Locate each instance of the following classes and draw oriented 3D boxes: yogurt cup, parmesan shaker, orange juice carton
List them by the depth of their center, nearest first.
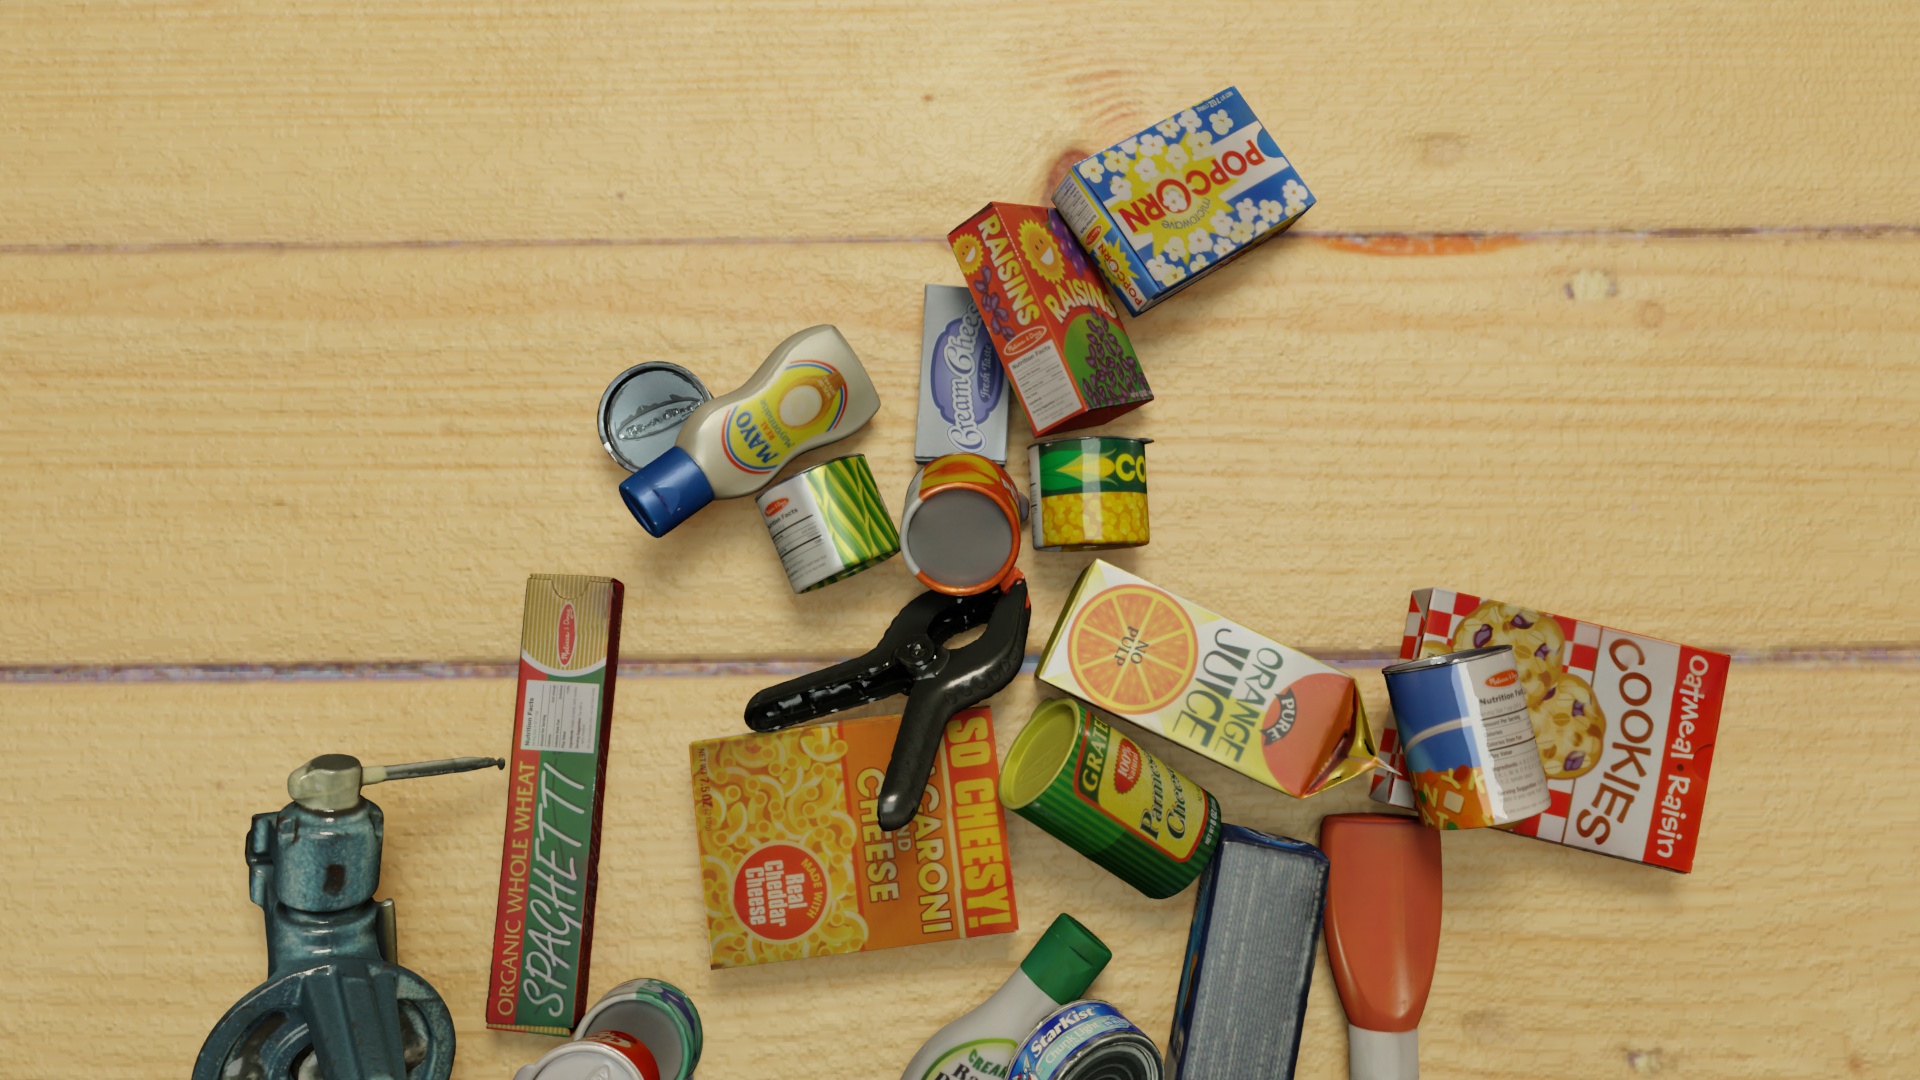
[{"bbox_3d":[-0.187,0.286,0.712,0.072,0.054,0.072,0,84,1],"label":"yogurt cup"},{"bbox_3d":[0.081,0.136,0.742,0.103,0.071,0.071,34,85,-17],"label":"parmesan shaker"},{"bbox_3d":[0.142,0.083,0.757,0.193,0.072,0.073,25,86,3],"label":"orange juice carton"}]

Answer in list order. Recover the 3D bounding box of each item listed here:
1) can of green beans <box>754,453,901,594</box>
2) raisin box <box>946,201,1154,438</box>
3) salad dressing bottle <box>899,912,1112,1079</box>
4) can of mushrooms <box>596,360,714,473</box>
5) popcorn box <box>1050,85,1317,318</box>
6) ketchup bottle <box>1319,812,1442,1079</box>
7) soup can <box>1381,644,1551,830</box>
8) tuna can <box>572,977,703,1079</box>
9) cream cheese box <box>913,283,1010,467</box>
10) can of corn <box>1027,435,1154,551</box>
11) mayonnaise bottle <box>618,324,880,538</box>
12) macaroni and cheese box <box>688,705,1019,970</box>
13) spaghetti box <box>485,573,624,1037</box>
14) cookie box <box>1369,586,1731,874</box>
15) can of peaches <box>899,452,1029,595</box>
[{"bbox_3d":[-0.072,-0.009,0.770,0.071,0.071,0.058,-24,86,-2],"label":"can of green beans"},{"bbox_3d":[0.051,-0.123,0.770,0.040,0.086,0.123,-27,83,35],"label":"raisin box"},{"bbox_3d":[0.023,0.271,0.752,0.064,0.044,0.148,39,85,-2],"label":"salad dressing bottle"},{"bbox_3d":[-0.170,-0.064,0.793,0.071,0.033,0.071,0,84,0],"label":"can of mushrooms"},{"bbox_3d":[0.126,-0.192,0.782,0.127,0.038,0.085,-32,84,-24],"label":"popcorn box"},{"bbox_3d":[0.229,0.225,0.757,0.065,0.043,0.149,1,84,1],"label":"ketchup bottle"},{"bbox_3d":[0.260,0.102,0.720,0.071,0.071,0.084,-12,85,-1],"label":"soup can"},{"bbox_3d":[-0.175,0.278,0.758,0.071,0.033,0.071,0,84,1],"label":"tuna can"},{"bbox_3d":[0.003,-0.094,0.800,0.053,0.024,0.104,3,84,1],"label":"cream cheese box"},{"bbox_3d":[0.074,-0.025,0.770,0.071,0.071,0.058,-2,85,0],"label":"can of corn"},{"bbox_3d":[-0.117,-0.057,0.764,0.148,0.041,0.064,-38,109,-22],"label":"mayonnaise bottle"},{"bbox_3d":[-0.058,0.161,0.766,0.166,0.040,0.124,-7,84,0],"label":"macaroni and cheese box"},{"bbox_3d":[-0.225,0.144,0.774,0.050,0.028,0.250,4,84,1],"label":"spaghetti box"},{"bbox_3d":[0.326,0.104,0.770,0.167,0.040,0.123,13,84,2],"label":"cookie box"},{"bbox_3d":[0.003,-0.010,0.763,0.071,0.058,0.071,1,109,2],"label":"can of peaches"}]
